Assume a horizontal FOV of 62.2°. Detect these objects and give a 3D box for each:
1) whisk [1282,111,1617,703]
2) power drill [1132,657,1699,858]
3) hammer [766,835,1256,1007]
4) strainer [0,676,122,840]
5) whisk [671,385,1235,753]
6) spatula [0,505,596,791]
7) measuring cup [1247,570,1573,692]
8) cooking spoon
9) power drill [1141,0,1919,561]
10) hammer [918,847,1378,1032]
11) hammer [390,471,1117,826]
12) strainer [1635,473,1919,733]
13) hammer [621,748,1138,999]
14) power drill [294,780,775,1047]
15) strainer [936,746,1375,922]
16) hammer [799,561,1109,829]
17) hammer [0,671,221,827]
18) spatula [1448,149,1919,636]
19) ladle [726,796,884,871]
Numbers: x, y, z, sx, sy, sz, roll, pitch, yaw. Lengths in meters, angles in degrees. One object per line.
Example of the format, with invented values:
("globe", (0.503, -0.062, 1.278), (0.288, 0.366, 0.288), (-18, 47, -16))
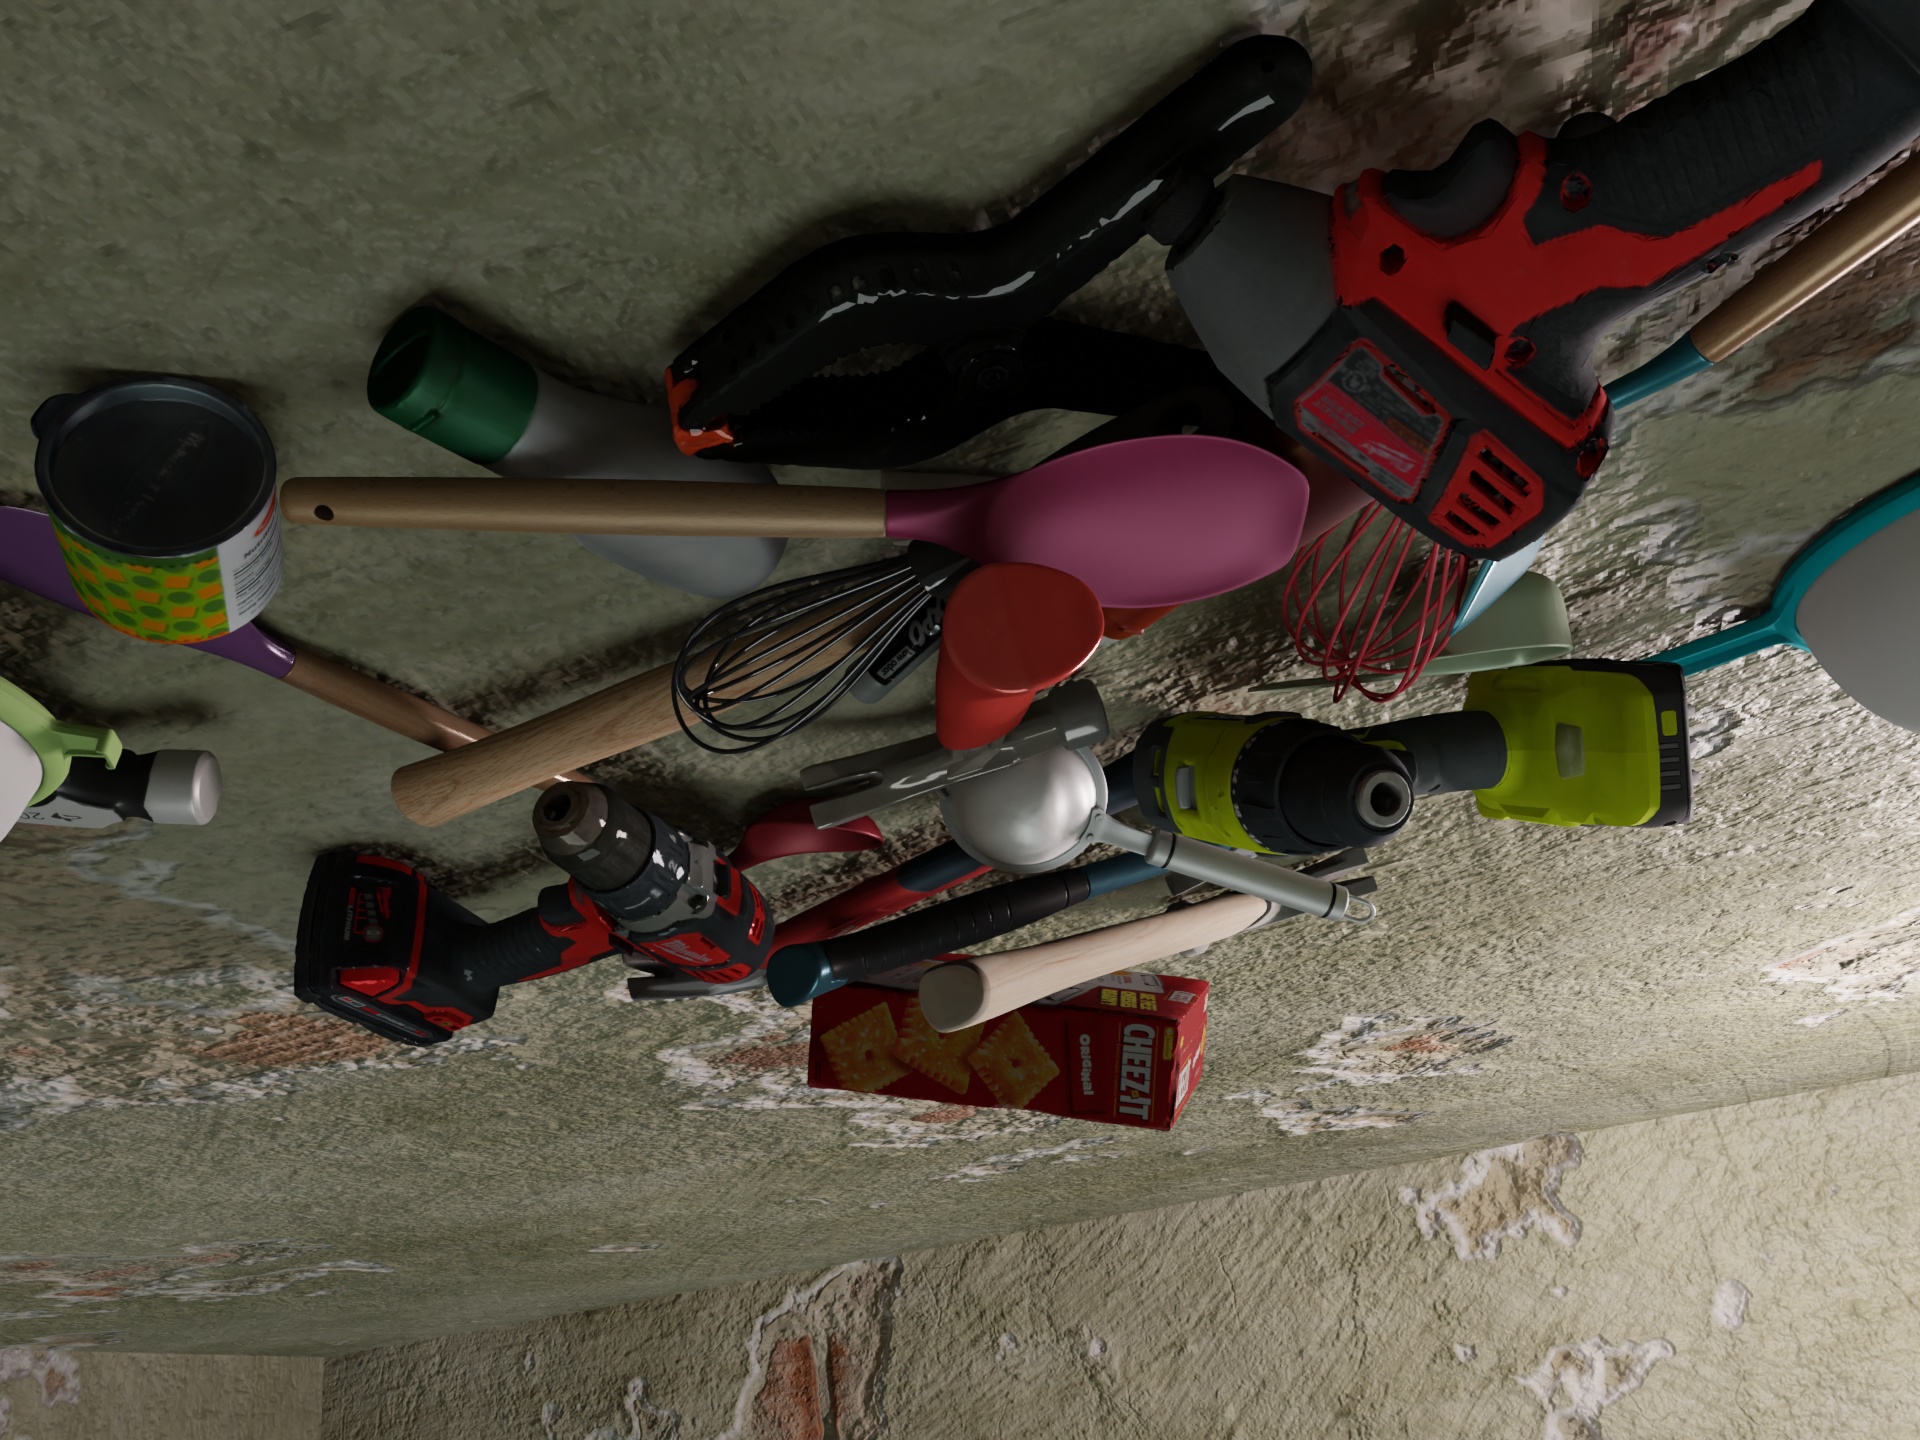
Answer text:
("whisk", (0.175, -0.096, 0.582), (0.073, 0.073, 0.295), (-5, 150, -6))
("power drill", (0.214, 0.020, 0.725), (0.228, 0.080, 0.190), (-6, -177, -16))
("hammer", (0.052, 0.094, 0.872), (0.331, 0.033, 0.128), (-14, 165, -26))
("strainer", (-0.431, 0.004, 0.520), (0.151, 0.069, 0.256), (-17, 149, 26))
("whisk", (-0.010, -0.051, 0.554), (0.239, 0.055, 0.055), (-27, 149, 26))
("spatula", (-0.260, -0.016, 0.665), (0.060, 0.018, 0.315), (-17, 153, 24))
("measuring cup", (0.201, -0.039, 0.742), (0.083, 0.038, 0.167), (0, 174, -42))
("cooking spoon", (-0.049, -0.066, 0.499), (0.319, 0.017, 0.068), (1, 135, -4))
("power drill", (0.153, -0.144, 0.386), (0.143, 0.079, 0.219), (33, 134, -14))
("hammer", (0.111, 0.122, 0.906), (0.146, 0.038, 0.410), (-24, 168, 29))
("hammer", (-0.098, -0.020, 0.667), (0.331, 0.031, 0.130), (-20, 151, 16))
("strainer", (0.446, -0.026, 0.759), (0.340, 0.095, 0.210), (-22, 152, 25))
("hammer", (-0.026, 0.087, 0.907), (0.386, 0.038, 0.143), (-28, 159, 34))
("power drill", (-0.230, 0.097, 0.823), (0.226, 0.080, 0.187), (-12, 150, 15))
("strainer", (0.095, 0.062, 0.809), (0.258, 0.050, 0.087), (18, 111, -8))
("hammer", (-0.001, -0.002, 0.601), (0.149, 0.037, 0.359), (-17, 174, -2))
("hammer", (-0.373, -0.046, 0.538), (0.146, 0.035, 0.334), (3, 151, -6))
("spatula", (0.282, -0.136, 0.540), (0.082, 0.044, 0.317), (-32, 173, -43))
("ladle", (-0.164, 0.100, 0.930), (0.315, 0.031, 0.069), (-26, 147, 37))
